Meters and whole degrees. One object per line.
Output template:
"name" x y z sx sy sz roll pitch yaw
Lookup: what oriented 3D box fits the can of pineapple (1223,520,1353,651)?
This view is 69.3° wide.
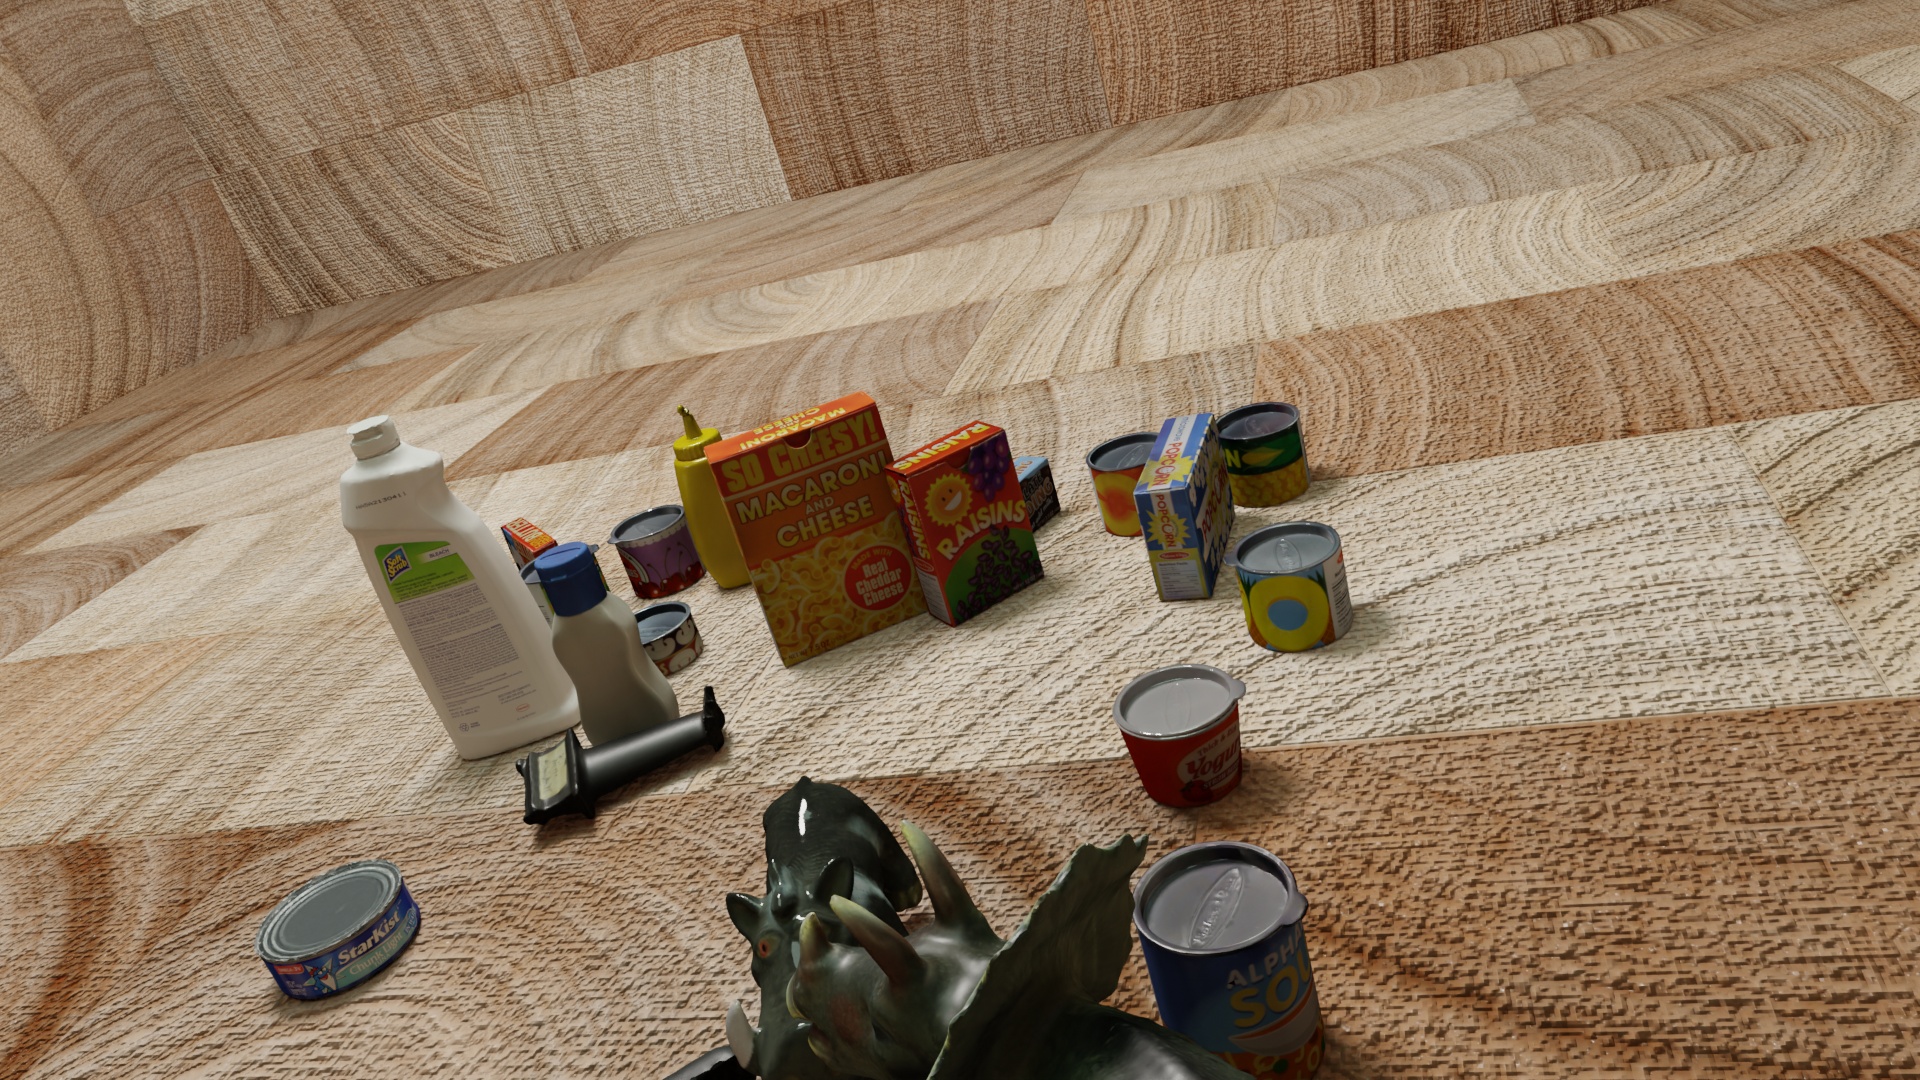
"can of pineapple" 0.204 0.028 0.860 0.071 0.057 0.071 -14 24 6

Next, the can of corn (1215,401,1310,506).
"can of corn" 0.224 -0.064 1.046 0.071 0.058 0.071 -14 24 6

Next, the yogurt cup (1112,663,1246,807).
"yogurt cup" 0.120 0.106 0.750 0.072 0.053 0.073 -14 24 6

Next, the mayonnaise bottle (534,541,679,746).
"mayonnaise bottle" -0.241 0.073 0.936 0.065 0.147 0.041 -14 24 5

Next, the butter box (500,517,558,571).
"butter box" -0.385 0.016 1.265 0.024 0.053 0.103 -29 27 -25

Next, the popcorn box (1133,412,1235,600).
"popcorn box" 0.159 -0.026 0.971 0.038 0.085 0.127 -6 26 22

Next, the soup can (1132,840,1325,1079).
"soup can" 0.113 0.177 0.567 0.071 0.083 0.071 -14 24 6

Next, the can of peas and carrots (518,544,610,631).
"can of peas and carrots" -0.327 0.043 1.164 0.071 0.058 0.071 -14 24 6

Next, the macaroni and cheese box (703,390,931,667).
"macaroni and cheese box" -0.097 -0.008 0.995 0.124 0.165 0.040 -22 24 -12

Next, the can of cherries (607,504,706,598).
"can of cherries" -0.261 0.010 1.192 0.071 0.058 0.072 -14 24 6

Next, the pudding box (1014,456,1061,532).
"pudding box" 0.041 -0.027 1.093 0.030 0.049 0.084 5 32 40

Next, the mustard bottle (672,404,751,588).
"mustard bottle" -0.199 -0.041 1.138 0.065 0.159 0.049 -19 24 -5

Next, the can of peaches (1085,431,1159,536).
"can of peaches" 0.136 -0.043 1.057 0.071 0.057 0.071 -14 24 6

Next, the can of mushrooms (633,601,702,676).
"can of mushrooms" -0.234 0.078 1.060 0.071 0.033 0.071 -14 24 6

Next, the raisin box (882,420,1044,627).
"raisin box" 0.004 -0.012 0.994 0.086 0.123 0.040 -27 26 -23
